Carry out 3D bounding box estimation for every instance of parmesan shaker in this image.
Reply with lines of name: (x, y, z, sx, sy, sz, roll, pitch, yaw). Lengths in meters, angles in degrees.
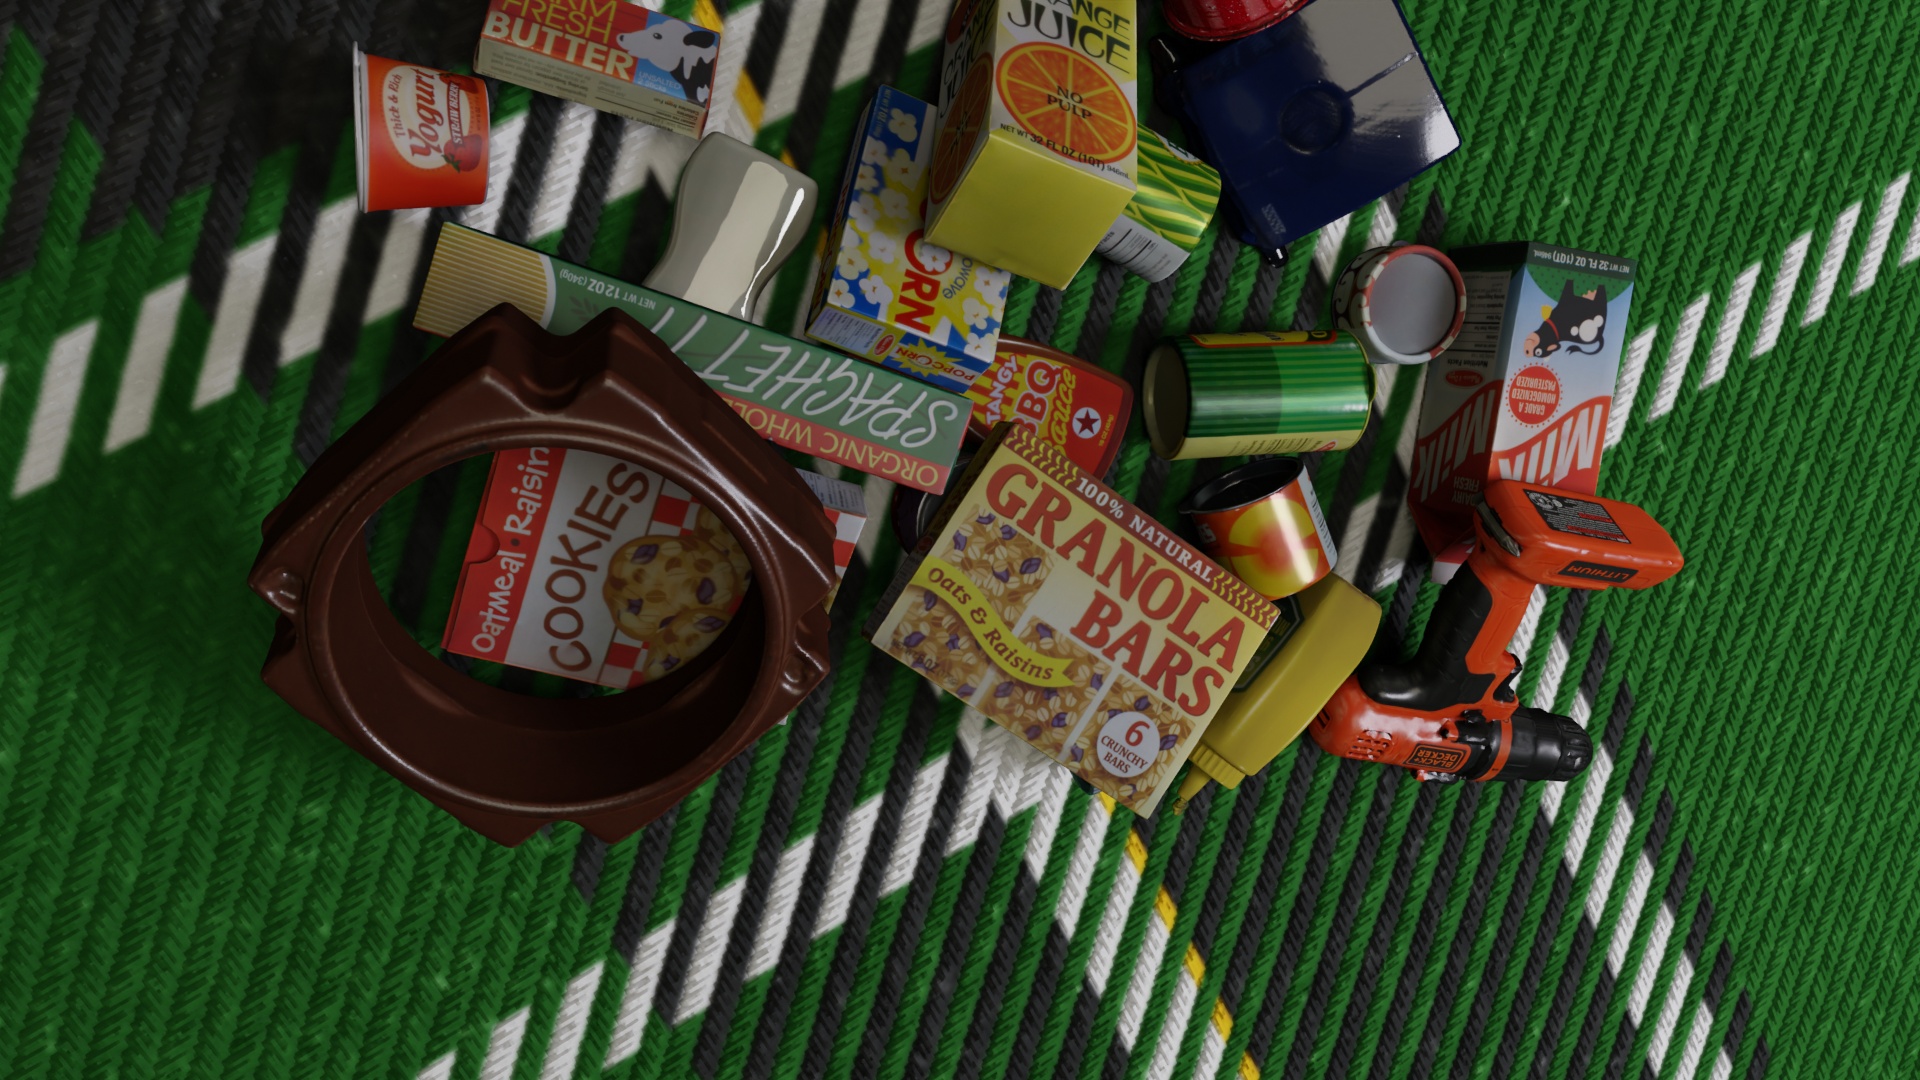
parmesan shaker: (0.156, -0.078, 0.734, 0.103, 0.071, 0.071, -4, 99, -15)

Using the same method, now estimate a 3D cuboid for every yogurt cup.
yogurt cup: (-0.238, -0.177, 0.611, 0.054, 0.072, 0.072, -2, 99, -24)

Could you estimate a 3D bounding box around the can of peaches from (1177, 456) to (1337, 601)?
can of peaches: (0.161, -0.005, 0.750, 0.071, 0.071, 0.058, -28, 105, -10)

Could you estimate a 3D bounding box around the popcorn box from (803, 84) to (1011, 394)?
popcorn box: (-0.018, -0.145, 0.666, 0.085, 0.038, 0.127, 19, 67, -18)

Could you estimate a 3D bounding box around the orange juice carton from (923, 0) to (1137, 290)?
orange juice carton: (0.035, -0.219, 0.652, 0.072, 0.072, 0.193, 16, 55, -18)

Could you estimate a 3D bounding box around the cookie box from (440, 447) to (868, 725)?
cookie box: (-0.144, 0.012, 0.657, 0.167, 0.040, 0.122, 15, 114, -18)

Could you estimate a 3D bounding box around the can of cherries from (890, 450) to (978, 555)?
can of cherries: (0.003, -0.009, 0.707, 0.071, 0.058, 0.071, -2, 98, -17)

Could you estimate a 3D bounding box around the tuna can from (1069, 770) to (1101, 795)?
tuna can: (0.071, 0.101, 0.736, 0.033, 0.071, 0.071, -21, 103, -10)

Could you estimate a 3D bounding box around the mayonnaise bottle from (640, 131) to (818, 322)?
mayonnaise bottle: (-0.124, -0.116, 0.664, 0.065, 0.041, 0.148, 25, 92, -13)

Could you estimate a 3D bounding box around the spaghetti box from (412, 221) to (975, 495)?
spaghetti box: (-0.116, -0.080, 0.633, 0.250, 0.029, 0.050, 18, 95, -10)

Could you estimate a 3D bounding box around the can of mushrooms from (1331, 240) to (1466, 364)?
can of mushrooms: (0.244, -0.133, 0.771, 0.071, 0.033, 0.071, -2, 99, -15)

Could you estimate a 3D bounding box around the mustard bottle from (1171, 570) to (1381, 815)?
mustard bottle: (0.164, 0.087, 0.766, 0.049, 0.065, 0.160, 36, 92, -18)

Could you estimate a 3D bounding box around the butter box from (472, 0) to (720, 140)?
butter box: (-0.164, -0.222, 0.632, 0.103, 0.024, 0.053, 13, 56, -18)

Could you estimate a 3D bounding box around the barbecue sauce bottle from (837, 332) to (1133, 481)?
barbecue sauce bottle: (0.012, -0.079, 0.707, 0.148, 0.043, 0.065, 21, 90, -17)

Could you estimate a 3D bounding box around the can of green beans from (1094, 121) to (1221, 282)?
can of green beans: (0.089, -0.173, 0.704, 0.058, 0.071, 0.071, 26, 91, -18)

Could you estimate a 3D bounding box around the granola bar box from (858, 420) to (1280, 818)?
granola bar box: (0.054, 0.038, 0.672, 0.165, 0.039, 0.124, 34, 86, -15)

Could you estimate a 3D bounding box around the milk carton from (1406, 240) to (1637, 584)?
milk carton: (0.309, -0.066, 0.779, 0.072, 0.073, 0.190, 6, 97, -16)
